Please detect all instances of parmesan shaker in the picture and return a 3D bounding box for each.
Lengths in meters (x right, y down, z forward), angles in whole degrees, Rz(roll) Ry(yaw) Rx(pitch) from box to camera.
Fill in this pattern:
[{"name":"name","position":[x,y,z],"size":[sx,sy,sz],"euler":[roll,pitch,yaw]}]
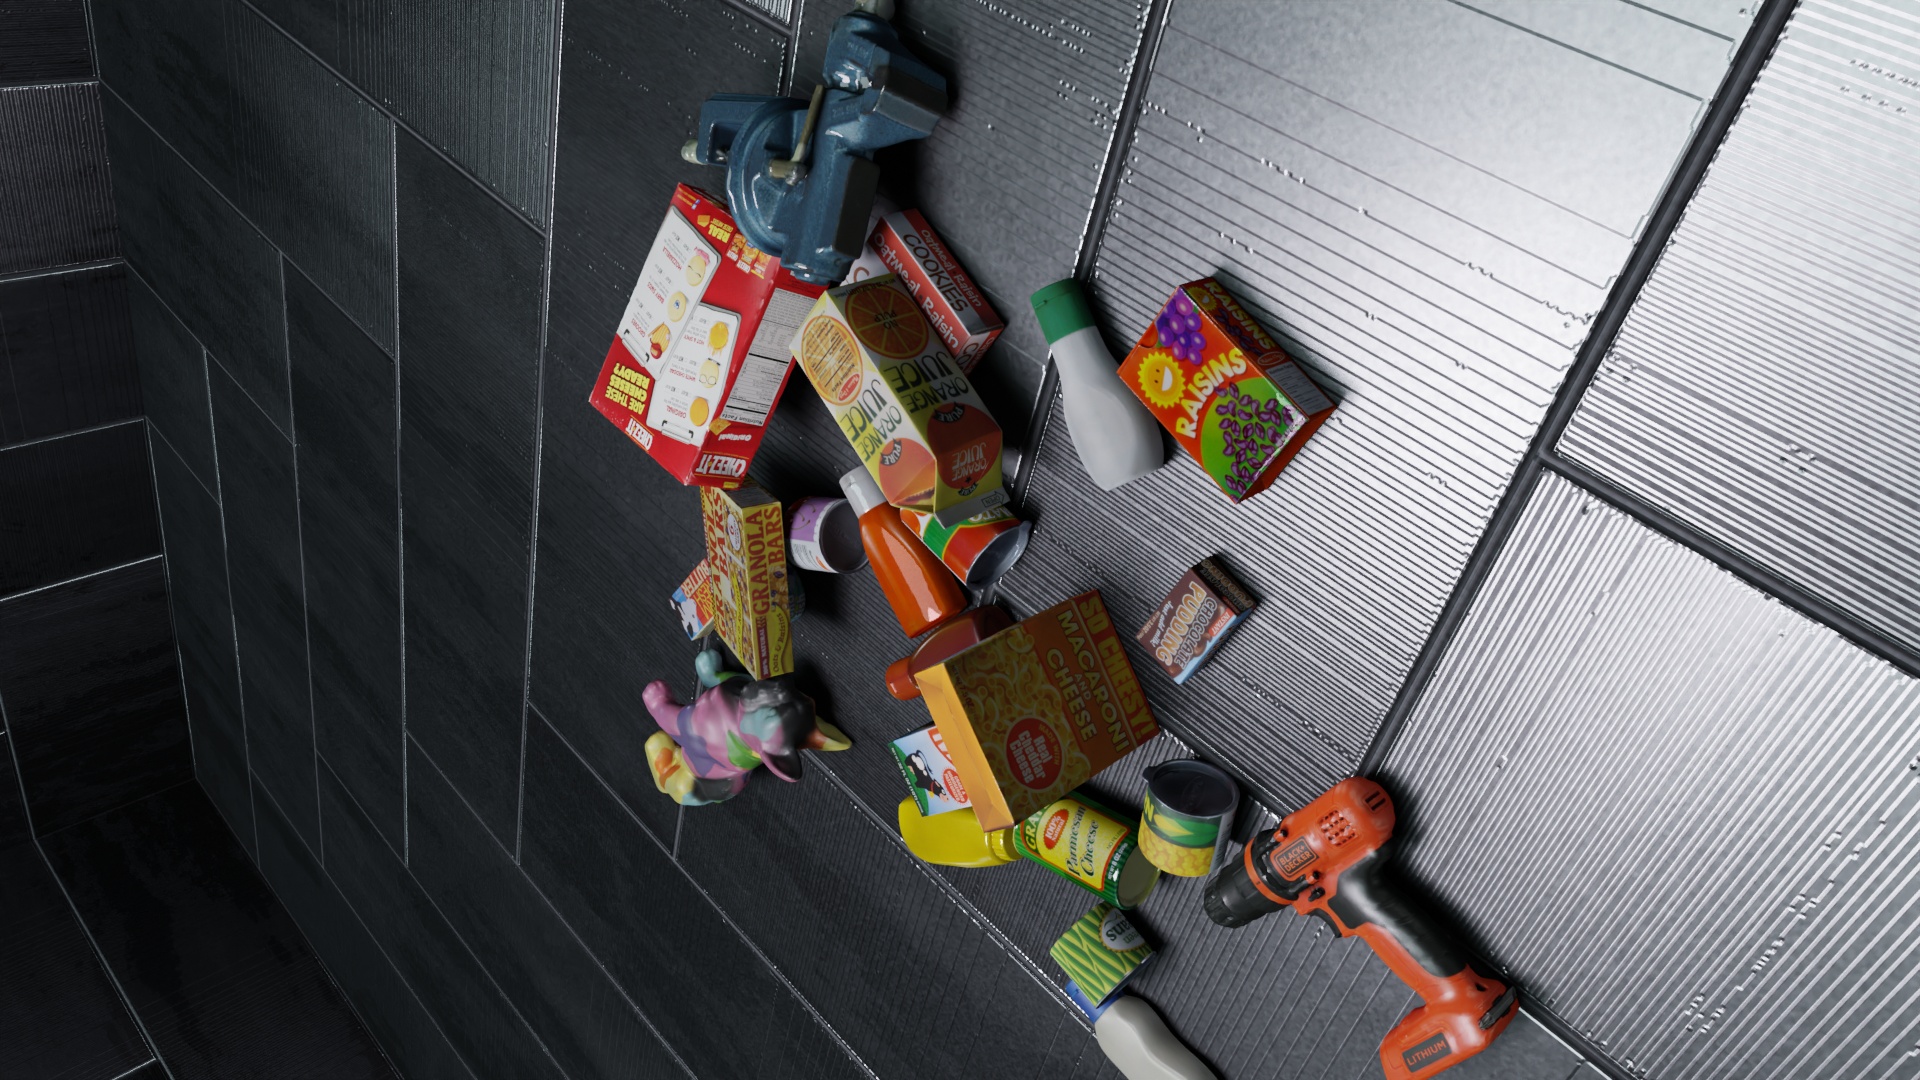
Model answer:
[{"name":"parmesan shaker","position":[0.103,0.237,1.098],"size":[0.103,0.071,0.071],"euler":[20,121,39]}]

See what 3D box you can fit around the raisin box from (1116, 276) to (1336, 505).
[{"name":"raisin box","position":[0.170,-0.098,0.902],"size":[0.123,0.040,0.085],"euler":[51,137,18]}]

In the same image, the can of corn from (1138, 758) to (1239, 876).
[{"name":"can of corn","position":[0.164,0.202,1.016],"size":[0.071,0.071,0.058],"euler":[28,126,35]}]

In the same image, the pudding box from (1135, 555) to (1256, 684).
[{"name":"pudding box","position":[0.166,0.057,0.980],"size":[0.050,0.030,0.083],"euler":[49,135,18]}]

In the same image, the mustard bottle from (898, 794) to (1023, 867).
[{"name":"mustard bottle","position":[0.014,0.253,1.207],"size":[0.160,0.049,0.065],"euler":[-1,106,46]}]

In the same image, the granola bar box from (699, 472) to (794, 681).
[{"name":"granola bar box","position":[-0.193,0.026,1.255],"size":[0.124,0.039,0.164],"euler":[35,132,56]}]

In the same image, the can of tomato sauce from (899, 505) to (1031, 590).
[{"name":"can of tomato sauce","position":[0.004,-0.014,1.091],"size":[0.083,0.071,0.070],"euler":[44,134,24]}]

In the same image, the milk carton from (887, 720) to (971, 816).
[{"name":"milk carton","position":[0.024,0.167,1.123],"size":[0.190,0.074,0.072],"euler":[-28,86,57]}]

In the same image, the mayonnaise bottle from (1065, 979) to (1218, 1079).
[{"name":"mayonnaise bottle","position":[0.149,0.415,1.145],"size":[0.148,0.041,0.064],"euler":[46,133,23]}]

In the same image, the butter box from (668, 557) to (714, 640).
[{"name":"butter box","position":[-0.261,0.058,1.427],"size":[0.053,0.024,0.103],"euler":[58,138,9]}]

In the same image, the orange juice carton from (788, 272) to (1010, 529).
[{"name":"orange juice carton","position":[-0.039,-0.097,1.034],"size":[0.193,0.072,0.072],"euler":[57,139,10]}]

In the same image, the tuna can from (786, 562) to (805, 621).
[{"name":"tuna can","position":[-0.180,0.052,1.334],"size":[0.071,0.033,0.070],"euler":[21,121,39]}]

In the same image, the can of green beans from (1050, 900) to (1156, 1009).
[{"name":"can of green beans","position":[0.115,0.334,1.125],"size":[0.058,0.071,0.071],"euler":[48,135,21]}]

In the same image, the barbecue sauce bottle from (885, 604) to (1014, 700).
[{"name":"barbecue sauce bottle","position":[-0.009,0.102,1.171],"size":[0.148,0.044,0.065],"euler":[-27,93,49]}]

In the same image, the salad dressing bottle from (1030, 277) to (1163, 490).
[{"name":"salad dressing bottle","position":[0.093,-0.110,0.974],"size":[0.064,0.044,0.147],"euler":[-25,87,50]}]

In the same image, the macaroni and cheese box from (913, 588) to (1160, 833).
[{"name":"macaroni and cheese box","position":[0.059,0.120,1.015],"size":[0.040,0.167,0.123],"euler":[-26,87,49]}]

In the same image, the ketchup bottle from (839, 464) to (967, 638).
[{"name":"ketchup bottle","position":[-0.053,0.006,1.175],"size":[0.064,0.044,0.149],"euler":[-36,80,45]}]

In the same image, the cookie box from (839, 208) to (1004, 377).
[{"name":"cookie box","position":[-0.049,-0.161,1.103],"size":[0.123,0.040,0.166],"euler":[55,138,14]}]

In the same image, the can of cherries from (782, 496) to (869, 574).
[{"name":"can of cherries","position":[-0.114,-0.007,1.220],"size":[0.058,0.072,0.071],"euler":[4,110,46]}]
